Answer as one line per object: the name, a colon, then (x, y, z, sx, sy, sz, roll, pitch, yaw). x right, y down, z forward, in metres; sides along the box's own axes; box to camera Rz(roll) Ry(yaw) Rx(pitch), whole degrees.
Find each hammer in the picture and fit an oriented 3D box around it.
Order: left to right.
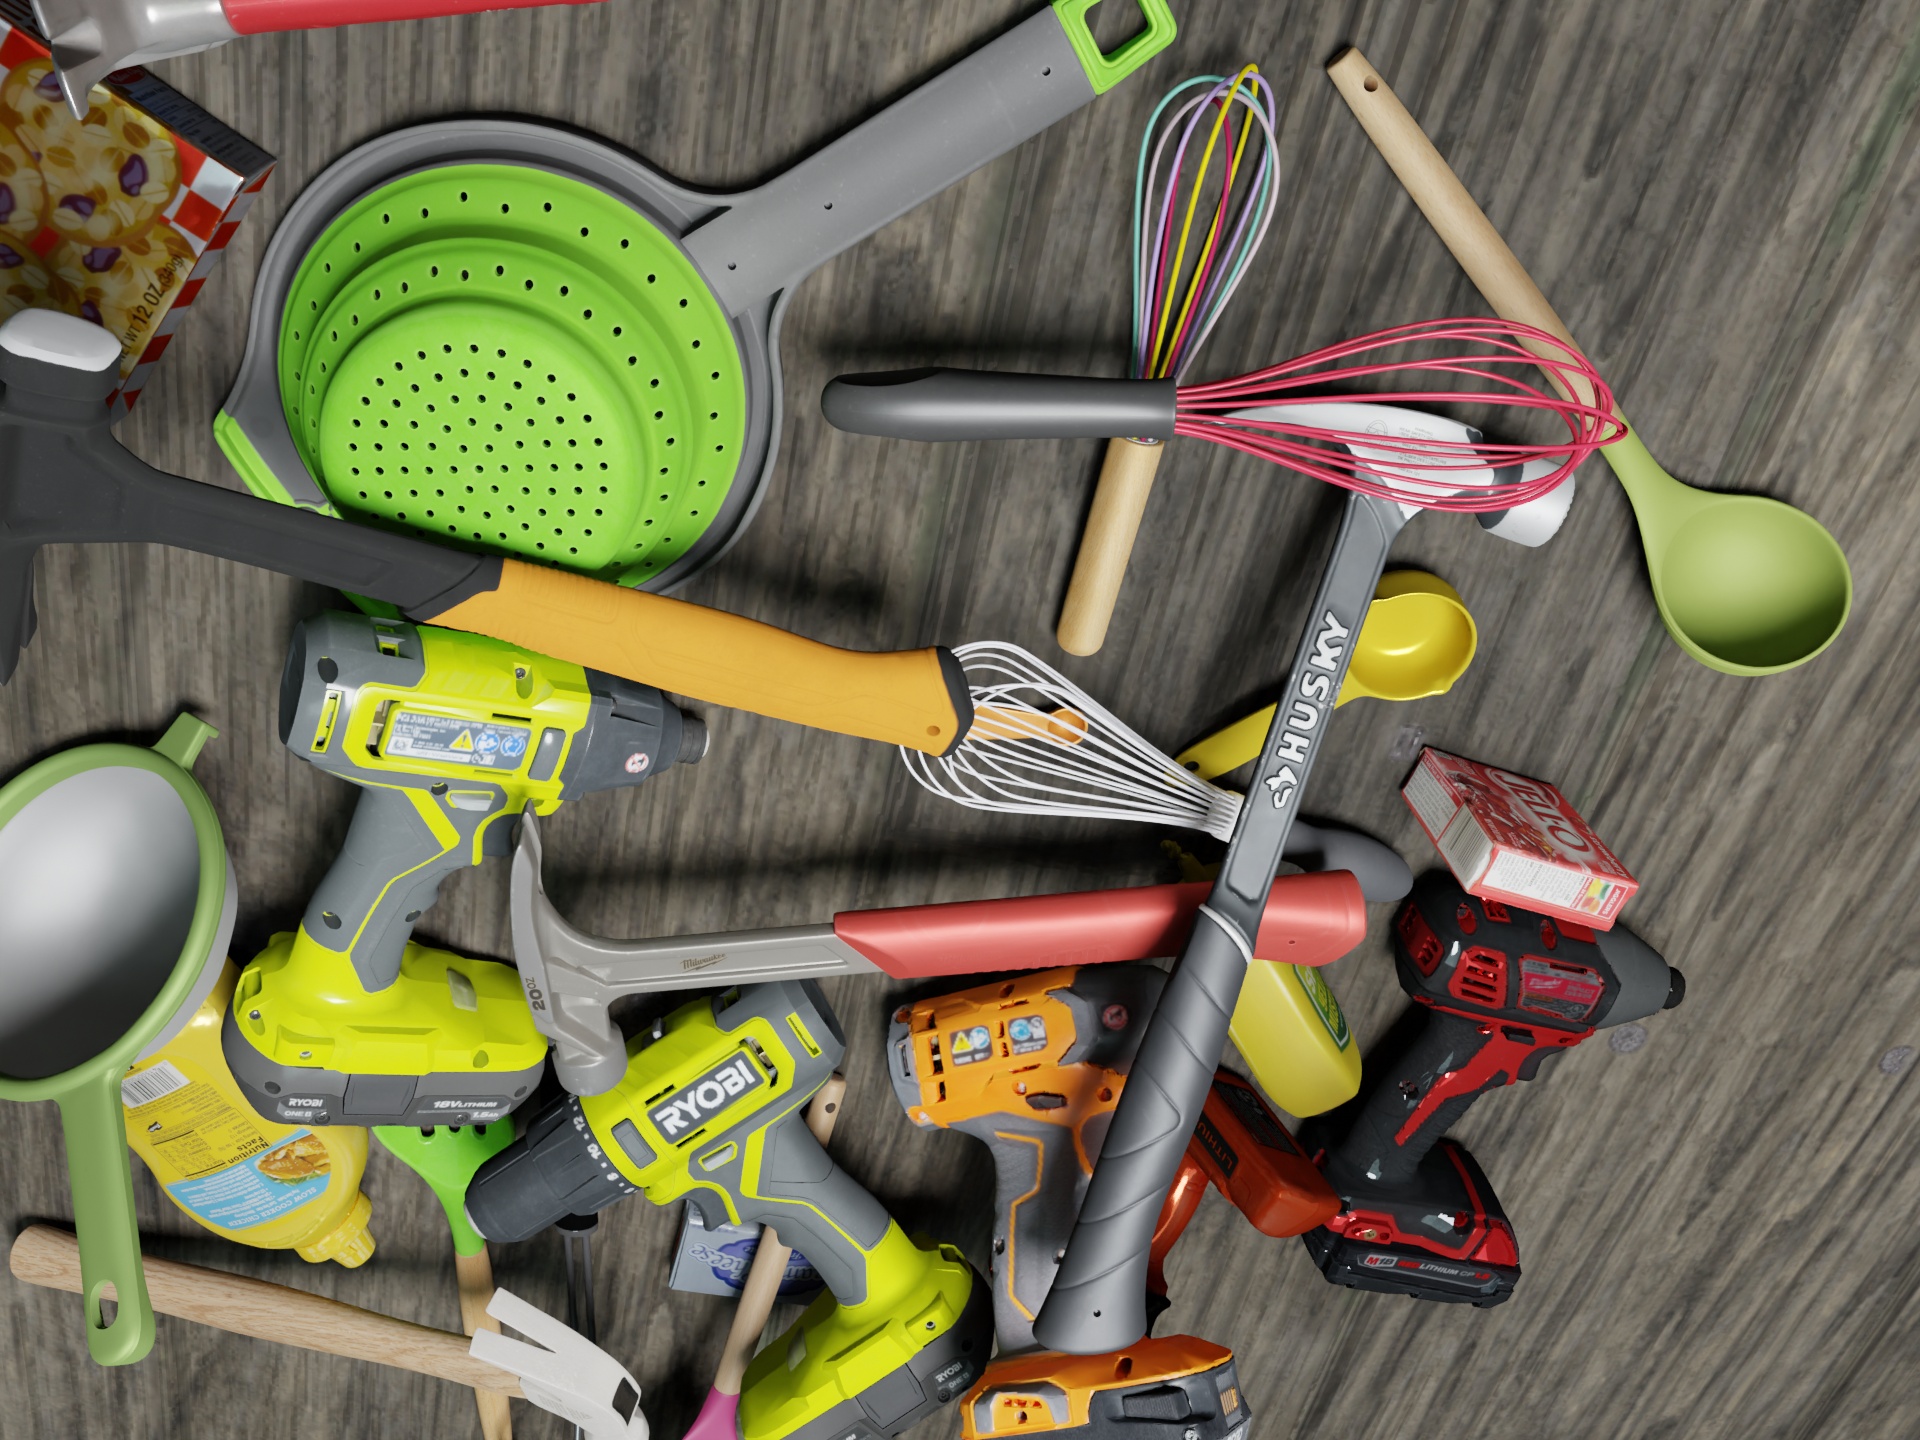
hammer: (-0.320, 0.299, 0.791, 0.331, 0.031, 0.130, 10, 139, 9)
hammer: (-0.155, -0.034, 0.558, 0.336, 0.034, 0.127, 14, 124, -20)
hammer: (-0.080, -0.242, 0.504, 0.386, 0.143, 0.038, -8, 123, -5)
hammer: (-0.004, 0.086, 0.680, 0.359, 0.037, 0.149, -4, 127, -5)
hammer: (0.110, 0.066, 0.647, 0.149, 0.036, 0.409, 19, 93, -5)

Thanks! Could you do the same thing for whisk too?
whisk: (0.073, -0.131, 0.625, 0.051, 0.047, 0.244, 8, 122, -10)
whisk: (0.098, 0.033, 0.703, 0.284, 0.070, 0.070, 20, 117, -27)
whisk: (0.097, -0.114, 0.583, 0.296, 0.073, 0.073, 1, 120, -1)

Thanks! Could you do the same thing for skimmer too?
skimmer: (-0.195, 0.305, 0.859, 0.127, 0.090, 0.363, 3, 109, 6)

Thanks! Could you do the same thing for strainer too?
strainer: (-0.342, 0.134, 0.658, 0.151, 0.257, 0.069, -24, 156, 8)

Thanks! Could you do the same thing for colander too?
colander: (-0.098, -0.147, 0.571, 0.397, 0.095, 0.204, -28, 118, 12)

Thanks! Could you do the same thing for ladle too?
ladle: (0.249, -0.137, 0.628, 0.320, 0.062, 0.078, 44, 84, -21)

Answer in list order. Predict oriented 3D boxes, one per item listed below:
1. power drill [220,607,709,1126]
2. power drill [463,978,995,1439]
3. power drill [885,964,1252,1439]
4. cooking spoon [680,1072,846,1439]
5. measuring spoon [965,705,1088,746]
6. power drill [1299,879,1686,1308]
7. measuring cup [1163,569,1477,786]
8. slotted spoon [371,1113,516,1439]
power drill: (-0.217, 0.067, 0.686, 0.171, 0.080, 0.223, 10, 118, -32)
power drill: (-0.106, 0.249, 0.770, 0.190, 0.080, 0.228, -33, 104, -2)
power drill: (0.062, 0.225, 0.726, 0.164, 0.227, 0.084, -17, 162, 20)
cooking spoon: (-0.115, 0.329, 0.838, 0.068, 0.017, 0.319, 15, 102, -21)
measuring spoon: (-0.001, -0.002, 0.712, 0.117, 0.011, 0.021, 4, 119, -3)
power drill: (0.263, 0.187, 0.804, 0.143, 0.079, 0.219, 12, 115, -12)
measuring cup: (0.155, -0.016, 0.712, 0.156, 0.029, 0.062, -32, 121, 27)
slotted spoon: (-0.263, 0.299, 0.853, 0.070, 0.031, 0.313, 1, 121, -5)
